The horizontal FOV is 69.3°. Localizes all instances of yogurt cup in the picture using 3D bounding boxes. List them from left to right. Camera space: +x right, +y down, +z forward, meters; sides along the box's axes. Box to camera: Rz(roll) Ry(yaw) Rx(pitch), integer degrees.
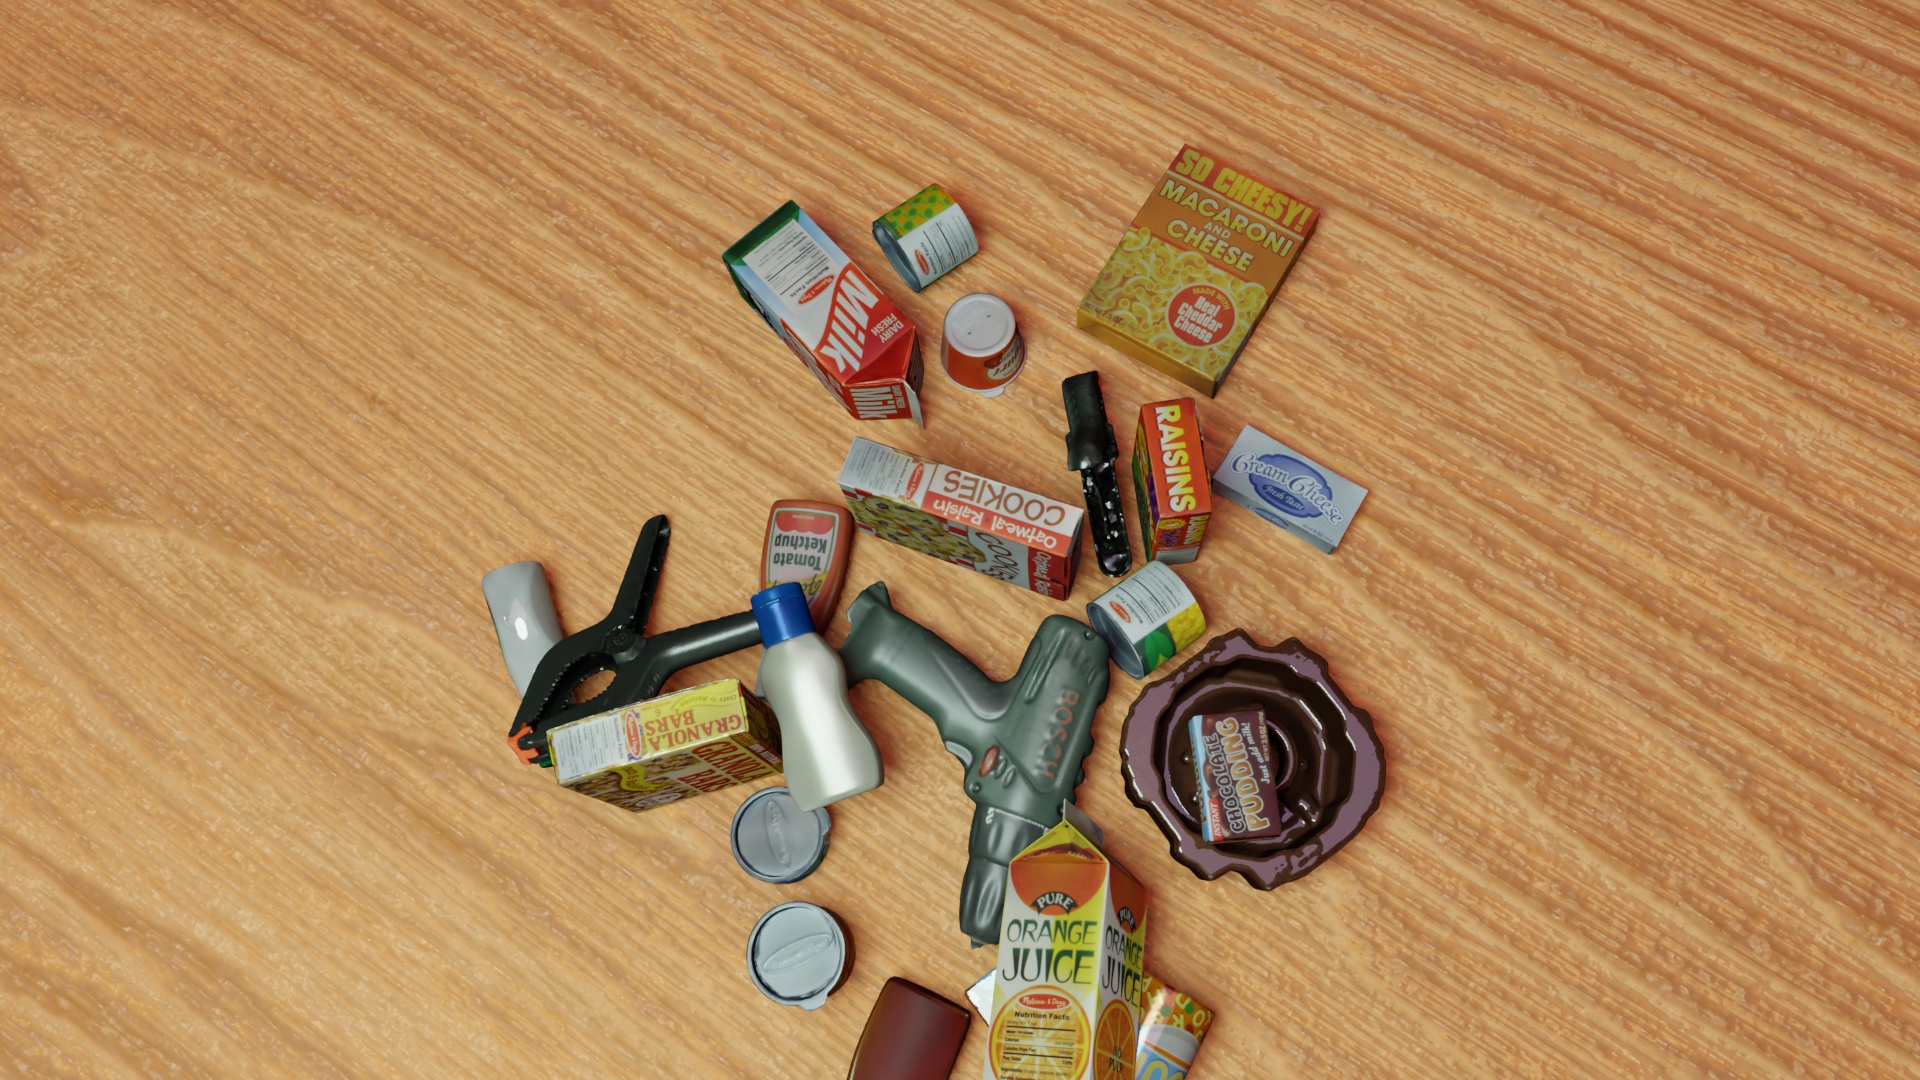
[{"bbox_3d":[0.016,-0.155,1.068,0.072,0.053,0.072,-1,72,4],"label":"yogurt cup"}]

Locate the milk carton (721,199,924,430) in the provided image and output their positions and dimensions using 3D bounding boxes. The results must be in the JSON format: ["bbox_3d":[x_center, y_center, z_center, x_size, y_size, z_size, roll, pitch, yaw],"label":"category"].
[{"bbox_3d":[-0.092,-0.163,1.069,0.073,0.072,0.191,-41,74,-8],"label":"milk carton"}]

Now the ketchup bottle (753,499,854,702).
[{"bbox_3d":[-0.120,0.046,1.021,0.065,0.043,0.149,6,74,10],"label":"ketchup bottle"}]

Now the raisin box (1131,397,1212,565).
[{"bbox_3d":[0.150,-0.039,0.988,0.040,0.123,0.086,-7,73,2],"label":"raisin box"}]

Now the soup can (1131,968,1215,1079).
[{"bbox_3d":[0.120,0.330,0.904,0.071,0.071,0.084,27,77,11],"label":"soup can"}]

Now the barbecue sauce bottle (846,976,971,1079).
[{"bbox_3d":[-0.050,0.370,0.917,0.065,0.043,0.149,22,76,10],"label":"barbecue sauce bottle"}]

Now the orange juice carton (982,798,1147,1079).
[{"bbox_3d":[0.070,0.267,0.883,0.073,0.071,0.193,-7,58,28],"label":"orange juice carton"}]

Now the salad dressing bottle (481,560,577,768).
[{"bbox_3d":[-0.308,0.090,1.012,0.044,0.064,0.148,-18,80,-3],"label":"salad dressing bottle"}]

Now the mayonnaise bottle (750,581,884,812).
[{"bbox_3d":[-0.101,0.102,0.928,0.065,0.041,0.148,-20,81,4],"label":"mayonnaise bottle"}]

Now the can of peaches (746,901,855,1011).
[{"bbox_3d":[-0.106,0.282,0.940,0.071,0.058,0.071,-1,73,3],"label":"can of peaches"}]

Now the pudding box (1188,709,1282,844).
[{"bbox_3d":[0.180,0.156,0.917,0.050,0.030,0.084,-5,73,1],"label":"pudding box"}]

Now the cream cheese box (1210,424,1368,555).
[{"bbox_3d":[0.243,-0.038,1.034,0.104,0.024,0.053,30,76,12],"label":"cream cheese box"}]

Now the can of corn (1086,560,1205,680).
[{"bbox_3d":[0.132,0.057,0.990,0.058,0.071,0.071,-33,74,-12],"label":"can of corn"}]

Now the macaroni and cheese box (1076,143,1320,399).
[{"bbox_3d":[0.185,-0.211,1.082,0.124,0.040,0.167,30,78,12],"label":"macaroni and cheese box"}]

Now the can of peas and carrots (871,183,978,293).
[{"bbox_3d":[-0.028,-0.239,1.092,0.059,0.070,0.071,-34,74,-7],"label":"can of peas and carrots"}]

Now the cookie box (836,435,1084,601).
[{"bbox_3d":[0.004,-0.012,0.989,0.167,0.122,0.040,19,76,9],"label":"cookie box"}]

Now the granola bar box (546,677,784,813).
[{"bbox_3d":[-0.187,0.140,0.933,0.124,0.165,0.039,-15,72,-1],"label":"granola bar box"}]

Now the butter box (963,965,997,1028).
[{"bbox_3d":[0.058,0.296,0.942,0.103,0.024,0.053,-37,73,-8],"label":"butter box"}]

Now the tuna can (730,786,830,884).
[{"bbox_3d":[-0.124,0.207,0.977,0.071,0.032,0.071,-1,73,3],"label":"tuna can"}]
